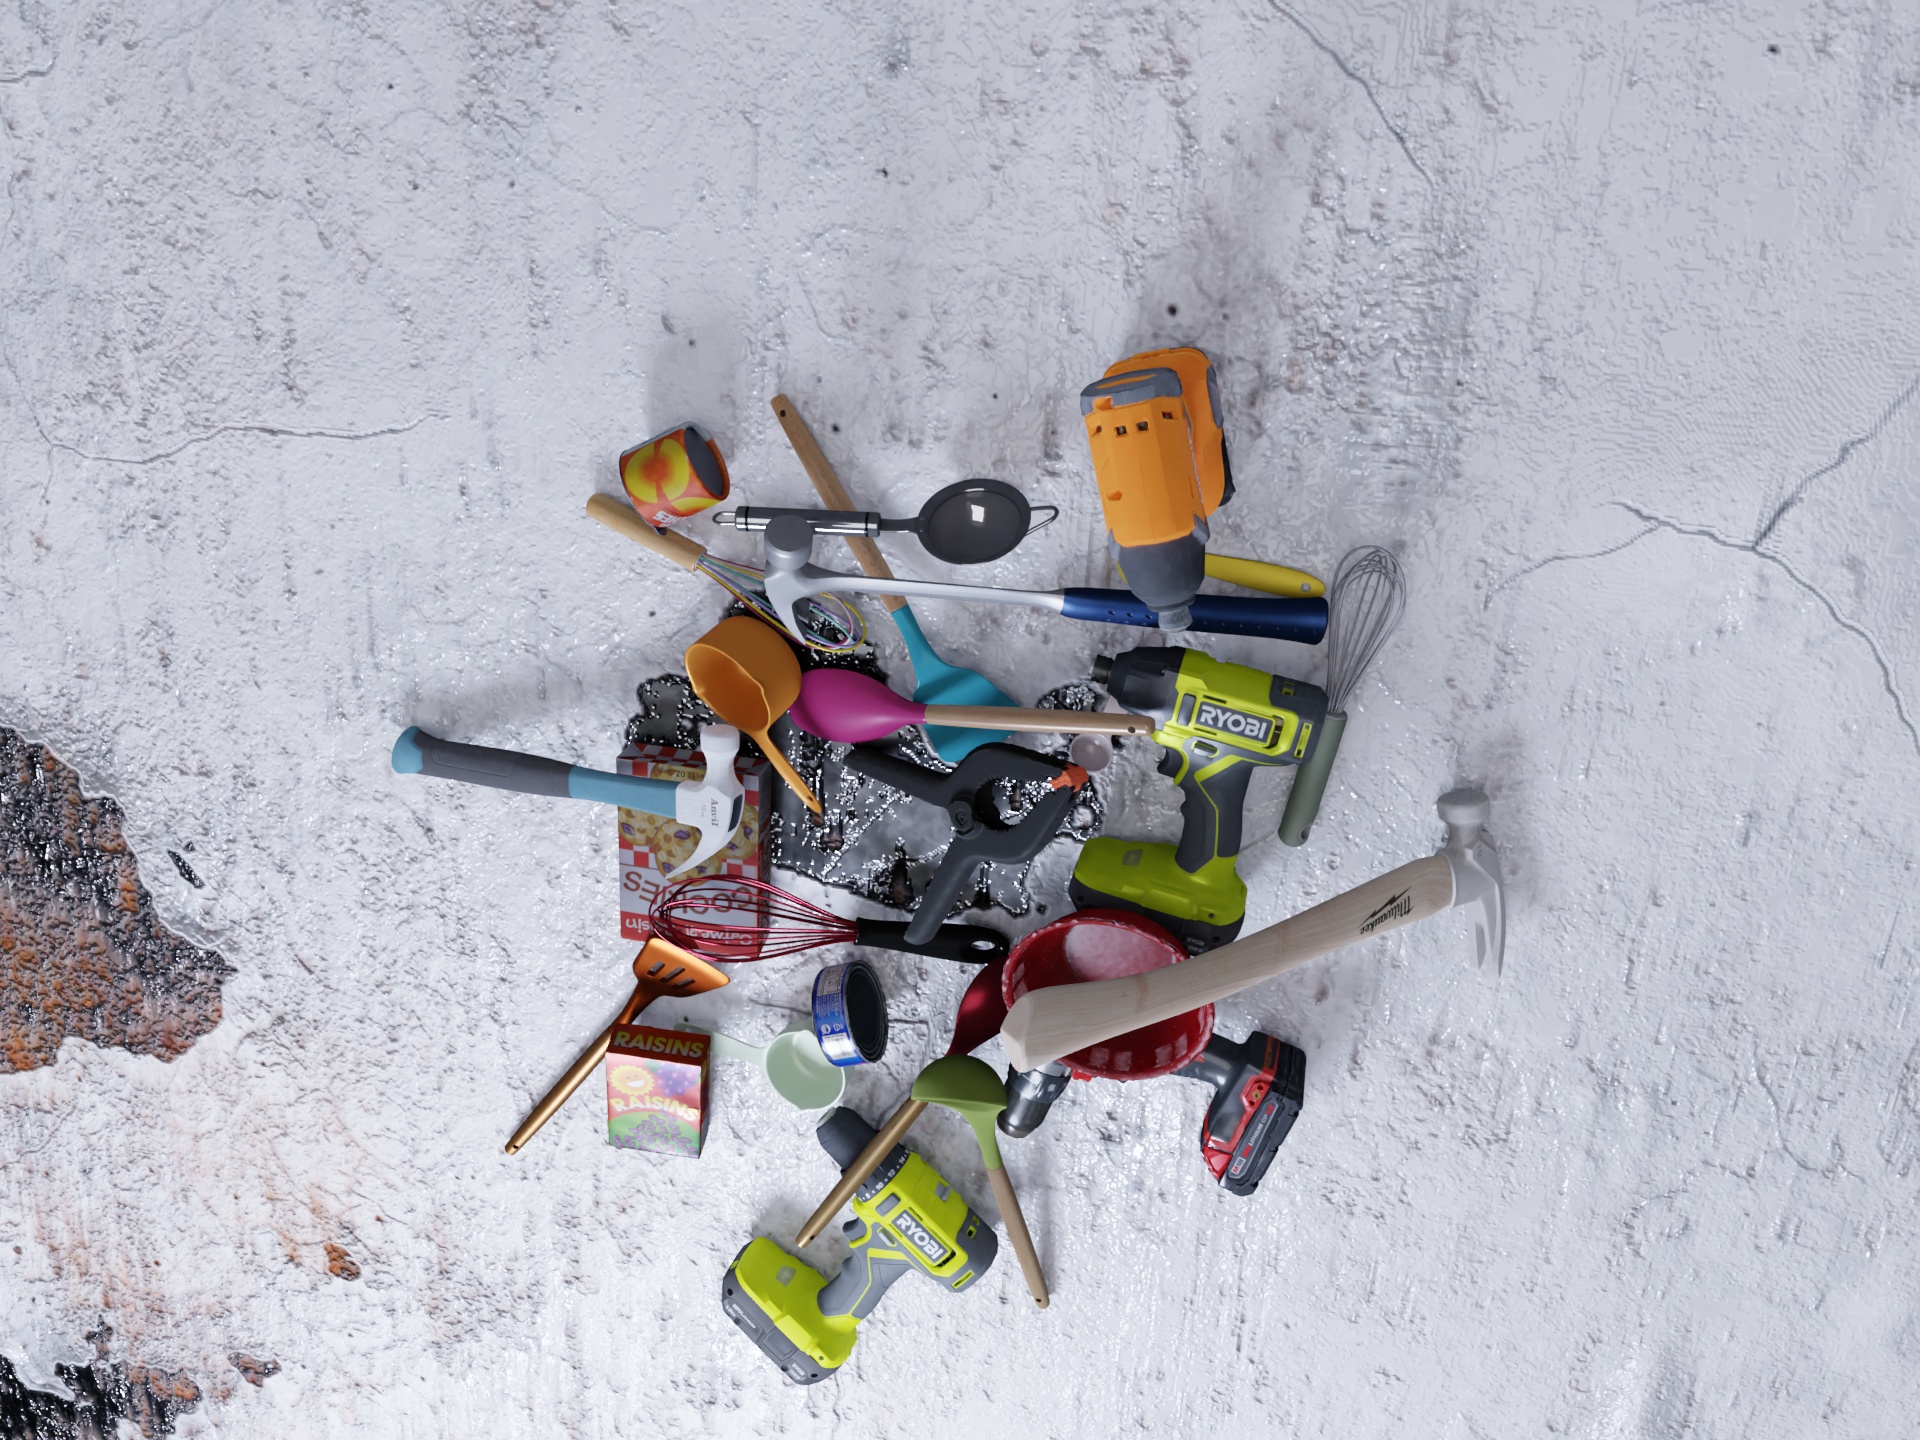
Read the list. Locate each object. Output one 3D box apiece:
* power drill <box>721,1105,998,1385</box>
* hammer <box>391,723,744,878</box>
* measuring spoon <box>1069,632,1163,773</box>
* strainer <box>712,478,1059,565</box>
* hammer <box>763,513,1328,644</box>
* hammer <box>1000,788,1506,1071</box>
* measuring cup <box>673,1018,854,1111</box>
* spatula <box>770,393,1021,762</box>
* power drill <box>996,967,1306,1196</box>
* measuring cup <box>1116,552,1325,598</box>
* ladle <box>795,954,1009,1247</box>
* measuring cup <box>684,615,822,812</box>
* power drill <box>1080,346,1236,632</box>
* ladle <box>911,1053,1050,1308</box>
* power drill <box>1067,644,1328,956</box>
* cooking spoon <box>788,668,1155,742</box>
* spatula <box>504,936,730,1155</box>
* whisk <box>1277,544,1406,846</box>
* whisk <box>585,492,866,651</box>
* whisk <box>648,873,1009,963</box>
[{"bbox_3d":[-0.105,0.464,1.412,0.190,0.080,0.228,45,110,-1],"label":"power drill"},{"bbox_3d":[-0.326,0.047,1.299,0.331,0.033,0.128,8,109,21],"label":"hammer"},{"bbox_3d":[0.123,-0.015,1.230,0.034,0.018,0.124,29,106,1],"label":"measuring spoon"},{"bbox_3d":[-0.057,-0.145,1.183,0.258,0.087,0.050,3,144,3],"label":"strainer"},{"bbox_3d":[0.061,-0.086,1.154,0.405,0.144,0.035,4,68,-4],"label":"hammer"},{"bbox_3d":[0.220,0.175,1.139,0.410,0.038,0.146,-17,105,-20],"label":"hammer"},{"bbox_3d":[-0.169,0.284,1.386,0.167,0.038,0.083,13,112,18],"label":"measuring cup"},{"bbox_3d":[-0.059,-0.110,1.227,0.082,0.044,0.317,-27,97,21],"label":"spatula"},{"bbox_3d":[0.148,0.299,1.302,0.227,0.080,0.187,25,112,5],"label":"power drill"},{"bbox_3d":[0.191,-0.109,1.170,0.156,0.029,0.062,13,111,9],"label":"measuring cup"},{"bbox_3d":[-0.043,0.325,1.330,0.069,0.031,0.315,27,105,-44],"label":"ladle"},{"bbox_3d":[-0.145,-0.007,1.259,0.095,0.052,0.173,-4,127,49],"label":"measuring cup"},{"bbox_3d":[0.134,-0.160,1.057,0.084,0.226,0.164,-9,107,15],"label":"power drill"},{"bbox_3d":[0.031,0.400,1.337,0.078,0.062,0.319,-2,124,23],"label":"ladle"},{"bbox_3d":[0.162,0.055,1.196,0.171,0.080,0.223,16,118,8],"label":"power drill"},{"bbox_3d":[-0.002,-0.004,1.207,0.319,0.017,0.068,3,122,29],"label":"cooking spoon"},{"bbox_3d":[-0.322,0.297,1.415,0.081,0.041,0.322,34,115,-19],"label":"spatula"},{"bbox_3d":[0.278,-0.014,1.183,0.059,0.057,0.246,32,121,37],"label":"whisk"},{"bbox_3d":[-0.183,-0.117,1.244,0.245,0.051,0.047,28,82,6],"label":"whisk"},{"bbox_3d":[-0.104,0.169,1.291,0.295,0.073,0.073,7,112,-10],"label":"whisk"}]
